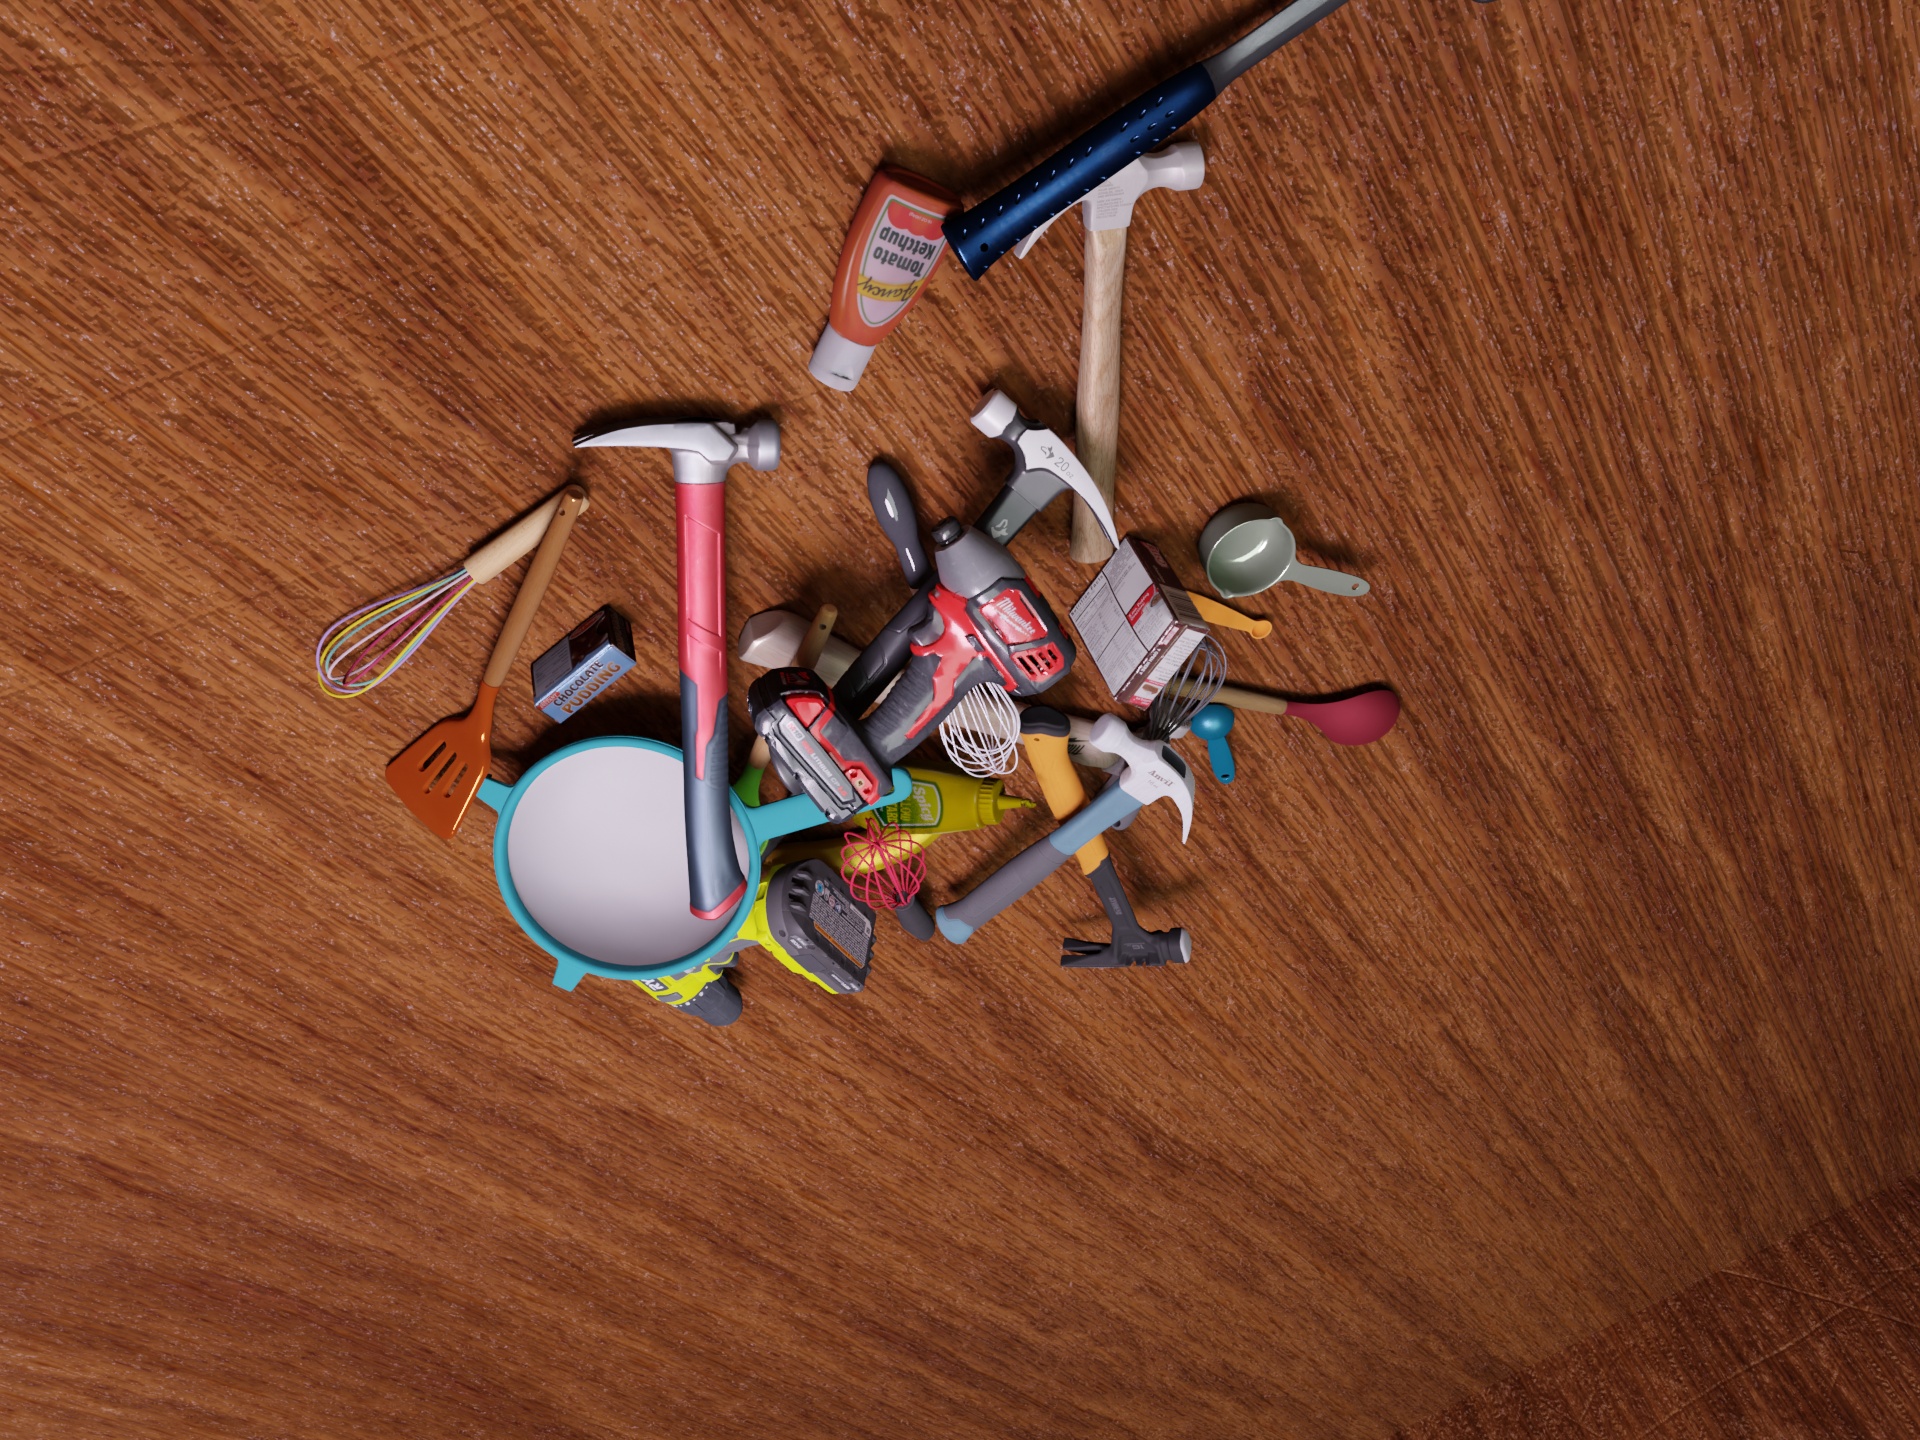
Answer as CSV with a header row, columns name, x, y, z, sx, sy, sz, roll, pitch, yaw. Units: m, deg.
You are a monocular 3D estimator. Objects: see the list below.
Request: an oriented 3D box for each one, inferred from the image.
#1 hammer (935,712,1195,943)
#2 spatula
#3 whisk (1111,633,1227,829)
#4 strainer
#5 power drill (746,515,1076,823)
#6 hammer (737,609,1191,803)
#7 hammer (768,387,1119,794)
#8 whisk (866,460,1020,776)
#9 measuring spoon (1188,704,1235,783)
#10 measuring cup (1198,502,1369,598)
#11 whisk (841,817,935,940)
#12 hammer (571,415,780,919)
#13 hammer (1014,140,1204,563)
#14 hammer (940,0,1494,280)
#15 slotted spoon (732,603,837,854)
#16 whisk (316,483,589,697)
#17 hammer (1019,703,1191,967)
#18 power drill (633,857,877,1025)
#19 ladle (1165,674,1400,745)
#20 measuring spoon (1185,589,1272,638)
name,x,y,z,sx,sy,sz,roll,pitch,yaw
hammer,0.079,0.112,1.386,0.128,0.033,0.331,32,134,-17
spatula,-0.345,-0.043,1.176,0.041,0.081,0.322,-31,160,-53
whisk,0.171,0.015,1.360,0.055,0.055,0.238,0,137,-18
strainer,-0.203,0.081,1.295,0.340,0.095,0.211,-16,108,3
power drill,-0.039,-0.040,1.146,0.219,0.079,0.143,-35,111,2
hammer,-0.002,-0.004,1.348,0.410,0.038,0.146,17,125,-29
hammer,-0.026,-0.075,1.192,0.146,0.035,0.334,37,101,-19
whisk,-0.017,-0.074,1.241,0.070,0.070,0.284,-21,117,1
measuring spoon,0.236,0.029,1.451,0.042,0.021,0.128,-9,143,13
measuring cup,0.270,-0.134,1.319,0.167,0.038,0.083,11,126,-28
whisk,-0.054,0.151,1.399,0.073,0.073,0.295,-19,158,0
hammer,-0.205,-0.030,1.175,0.143,0.038,0.386,-3,111,-15
hammer,0.099,-0.254,1.161,0.130,0.031,0.331,-10,133,-10
hammer,0.163,-0.417,1.006,0.405,0.035,0.143,-34,132,4
slotted spoon,-0.156,0.018,1.296,0.070,0.031,0.313,20,132,-11
whisk,-0.367,-0.092,1.149,0.245,0.047,0.051,-34,131,8
hammer,0.108,0.112,1.428,0.127,0.034,0.336,-6,134,21
power drill,-0.192,0.205,1.409,0.228,0.080,0.190,-14,137,27
ladle,0.268,-0.019,1.430,0.315,0.031,0.069,10,128,-23
measuring spoon,0.217,-0.094,1.358,0.116,0.011,0.021,17,124,-25
